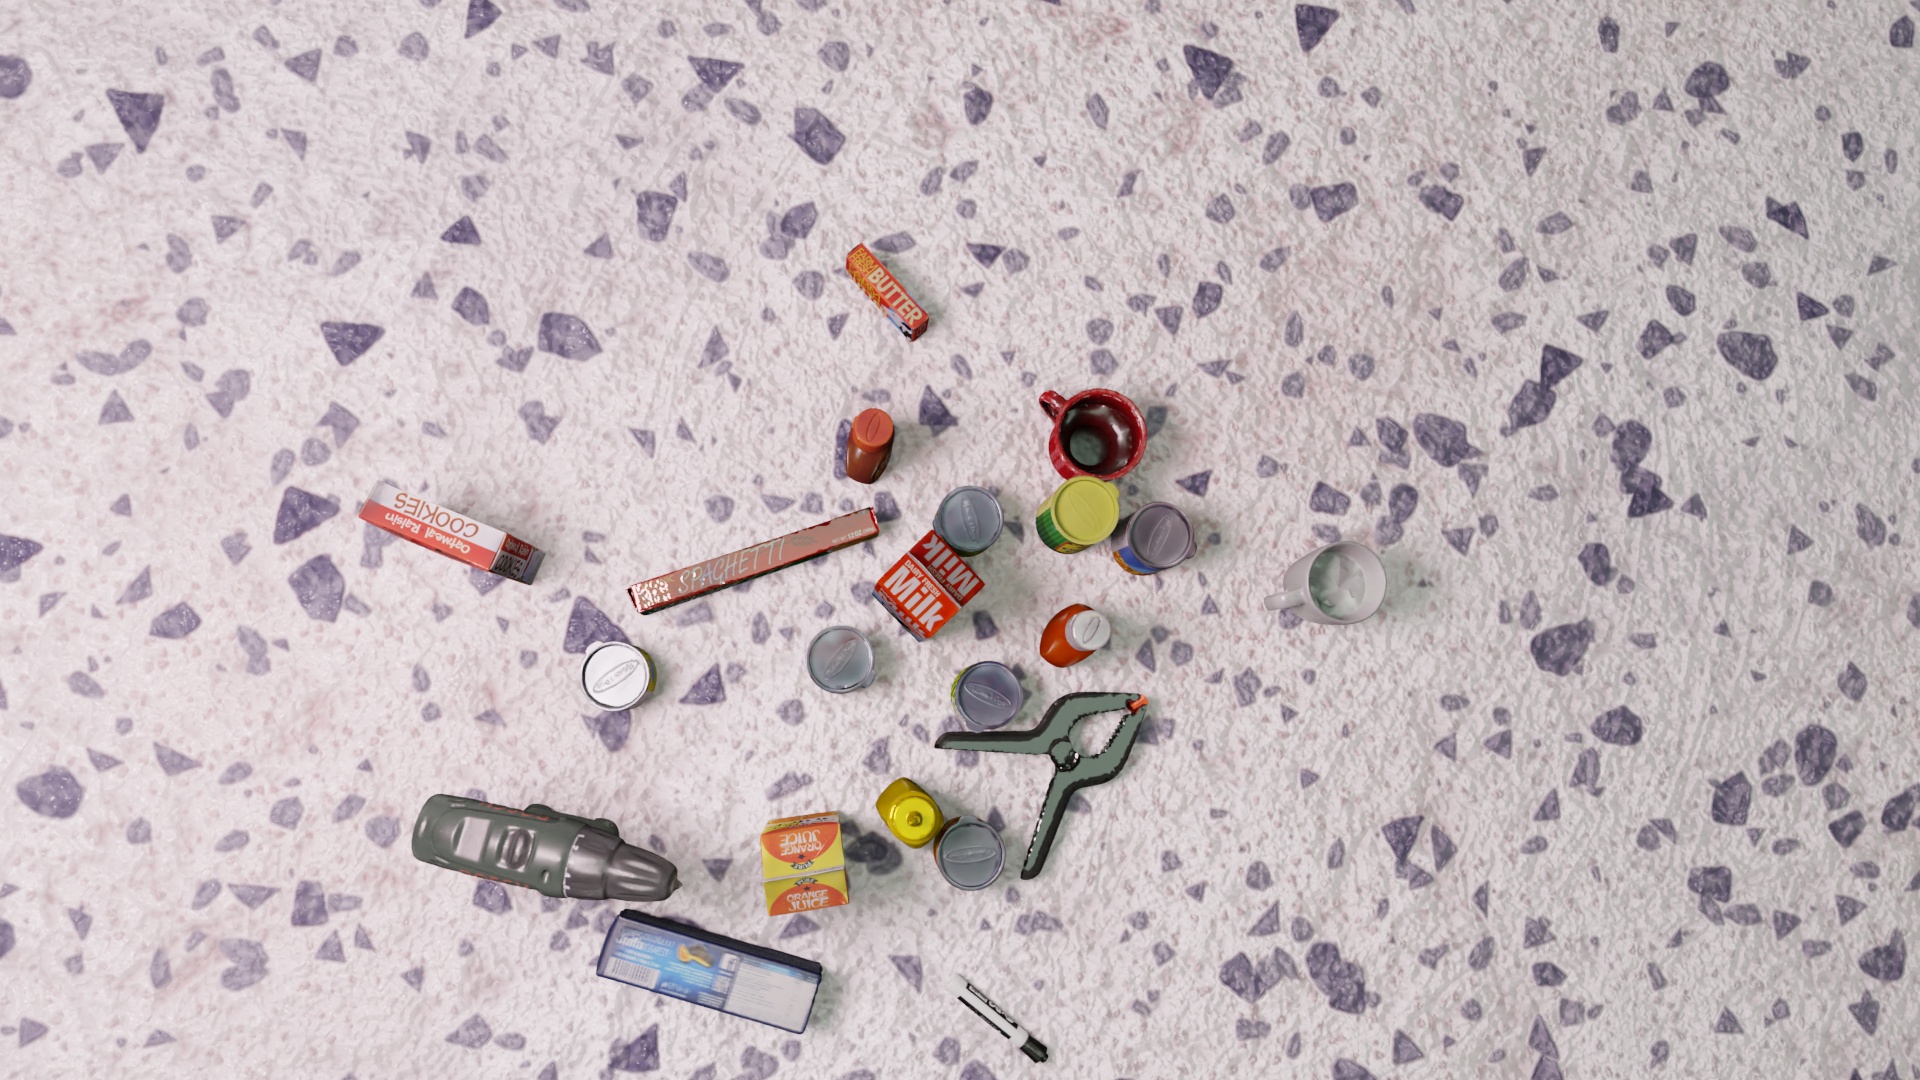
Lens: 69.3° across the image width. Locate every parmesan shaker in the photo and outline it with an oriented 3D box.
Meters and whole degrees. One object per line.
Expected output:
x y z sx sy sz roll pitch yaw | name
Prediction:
0.116 -0.025 1.372 0.071 0.103 0.071 1 83 -5 | parmesan shaker

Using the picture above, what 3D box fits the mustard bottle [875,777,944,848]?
-0.044 0.256 1.292 0.049 0.160 0.065 -44 89 -8 | mustard bottle

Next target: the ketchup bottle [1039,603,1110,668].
0.112 0.089 1.334 0.043 0.148 0.065 32 82 -1 | ketchup bottle

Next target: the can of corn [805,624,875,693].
-0.115 0.118 1.354 0.071 0.058 0.071 1 83 -5 | can of corn

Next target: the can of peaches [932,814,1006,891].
0.008 0.299 1.343 0.071 0.058 0.071 1 83 -5 | can of peaches

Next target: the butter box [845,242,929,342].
-0.075 -0.250 1.408 0.024 0.053 0.103 -42 88 -8 | butter box

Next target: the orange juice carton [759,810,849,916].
-0.141 0.292 1.262 0.072 0.192 0.073 -7 84 -6 | orange juice carton

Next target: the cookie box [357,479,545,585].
-0.464 -0.003 1.281 0.123 0.167 0.040 22 82 -2 | cookie box

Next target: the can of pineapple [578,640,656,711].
-0.328 0.129 1.333 0.071 0.058 0.071 1 83 -5 | can of pineapple

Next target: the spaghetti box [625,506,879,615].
-0.201 0.021 1.363 0.250 0.050 0.028 -19 85 -7 | spaghetti box

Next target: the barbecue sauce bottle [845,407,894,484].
-0.087 -0.095 1.339 0.044 0.148 0.065 21 82 -3 | barbecue sauce bottle

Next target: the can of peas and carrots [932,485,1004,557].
0.005 -0.017 1.383 0.071 0.058 0.071 1 83 -5 | can of peas and carrots

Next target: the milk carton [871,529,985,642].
-0.031 0.044 1.305 0.073 0.190 0.072 -44 89 -8 | milk carton

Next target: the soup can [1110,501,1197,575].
0.192 0.001 1.386 0.071 0.083 0.071 1 83 -5 | soup can

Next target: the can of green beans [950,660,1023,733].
0.025 0.152 1.364 0.071 0.057 0.071 1 83 -5 | can of green beans
